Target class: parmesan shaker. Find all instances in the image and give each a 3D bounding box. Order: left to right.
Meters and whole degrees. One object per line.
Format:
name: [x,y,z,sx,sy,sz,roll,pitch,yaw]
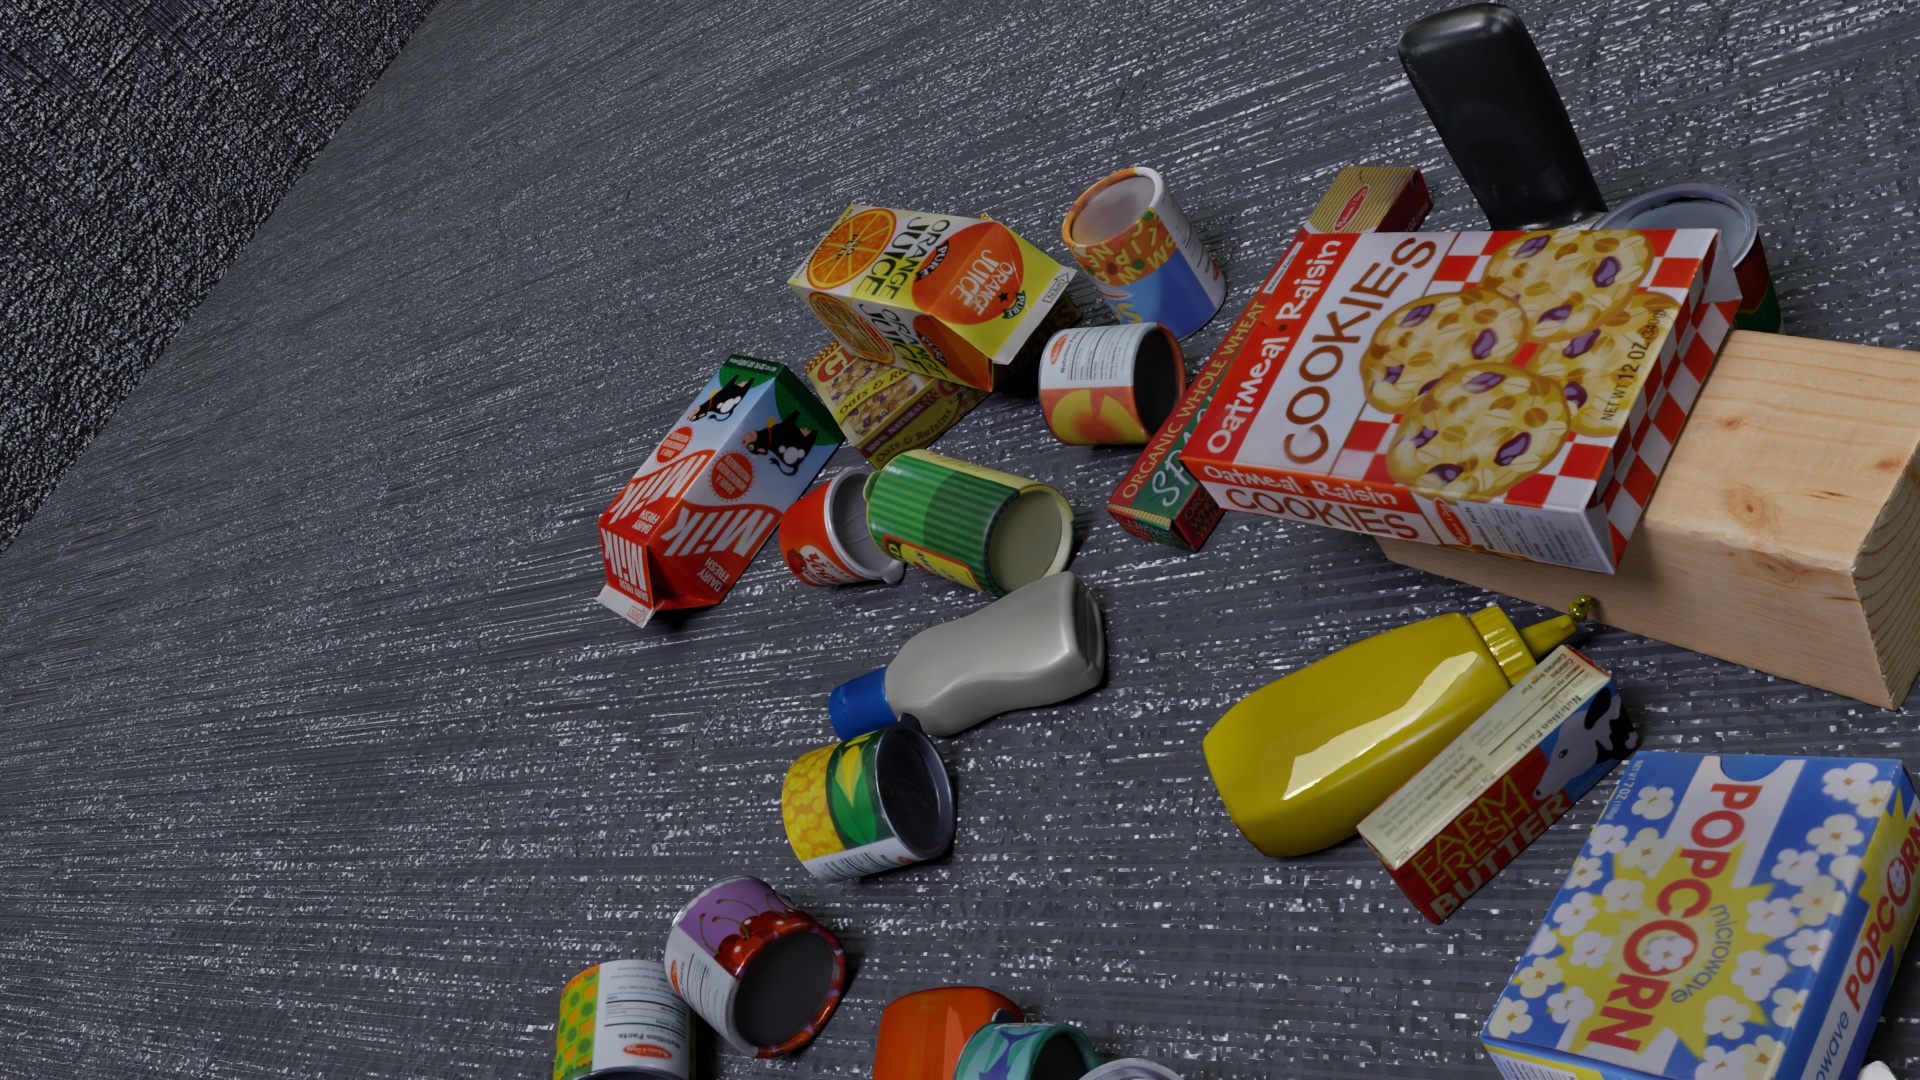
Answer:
parmesan shaker: [0.003,-0.010,0.759,0.103,0.071,0.071,19,68,49]

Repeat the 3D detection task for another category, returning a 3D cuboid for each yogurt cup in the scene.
yogurt cup: [-0.071,-0.004,0.827,0.054,0.072,0.073,-19,42,40]

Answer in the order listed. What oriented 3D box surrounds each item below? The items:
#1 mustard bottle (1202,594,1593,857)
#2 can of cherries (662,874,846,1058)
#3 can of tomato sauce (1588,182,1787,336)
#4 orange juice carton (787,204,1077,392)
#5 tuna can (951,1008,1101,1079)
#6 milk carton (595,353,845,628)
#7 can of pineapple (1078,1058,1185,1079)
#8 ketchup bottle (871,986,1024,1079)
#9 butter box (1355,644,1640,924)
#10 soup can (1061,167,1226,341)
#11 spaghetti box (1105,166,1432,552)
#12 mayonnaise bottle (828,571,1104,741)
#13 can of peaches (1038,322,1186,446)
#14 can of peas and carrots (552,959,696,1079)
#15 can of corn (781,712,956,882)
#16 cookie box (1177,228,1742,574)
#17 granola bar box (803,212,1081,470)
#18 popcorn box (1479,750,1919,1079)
mustard bottle: [0.177,0.067,0.548,0.160,0.048,0.065,-30,39,14]
can of cherries: [-0.094,0.197,0.650,0.058,0.071,0.071,16,66,49]
can of tomato sauce: [0.296,-0.091,0.567,0.071,0.083,0.071,-24,41,23]
orange juice carton: [-0.013,-0.147,0.841,0.193,0.073,0.072,22,70,48]
tuna can: [0.027,0.213,0.523,0.033,0.071,0.071,-13,46,32]
milk carton: [-0.170,-0.027,0.928,0.072,0.073,0.191,19,68,49]
can of pineapple: [0.071,0.223,0.482,0.071,0.057,0.071,-24,41,23]
ketchup bottle: [-0.011,0.253,0.538,0.064,0.043,0.149,-24,41,33]
butter box: [0.196,0.089,0.506,0.103,0.053,0.024,-42,40,1]
soup can: [0.104,-0.163,0.808,0.071,0.083,0.072,-24,41,23]
spaghetti box: [0.166,-0.101,0.738,0.050,0.028,0.251,19,67,49]
mayonnaise bottle: [0.001,0.068,0.711,0.148,0.041,0.065,-24,40,25]
can of peaches: [0.085,-0.084,0.762,0.058,0.071,0.071,1,54,36]
can of peas and carrots: [-0.160,0.244,0.662,0.071,0.070,0.059,-31,38,15]
can of corn: [-0.044,0.125,0.673,0.058,0.071,0.071,-21,42,26]
cookie box: [0.181,-0.061,0.524,0.167,0.040,0.123,13,64,48]
granola bar box: [-0.015,-0.131,0.920,0.165,0.039,0.124,-40,38,4]
popcorn box: [0.227,0.121,0.419,0.127,0.038,0.085,-46,18,-28]
